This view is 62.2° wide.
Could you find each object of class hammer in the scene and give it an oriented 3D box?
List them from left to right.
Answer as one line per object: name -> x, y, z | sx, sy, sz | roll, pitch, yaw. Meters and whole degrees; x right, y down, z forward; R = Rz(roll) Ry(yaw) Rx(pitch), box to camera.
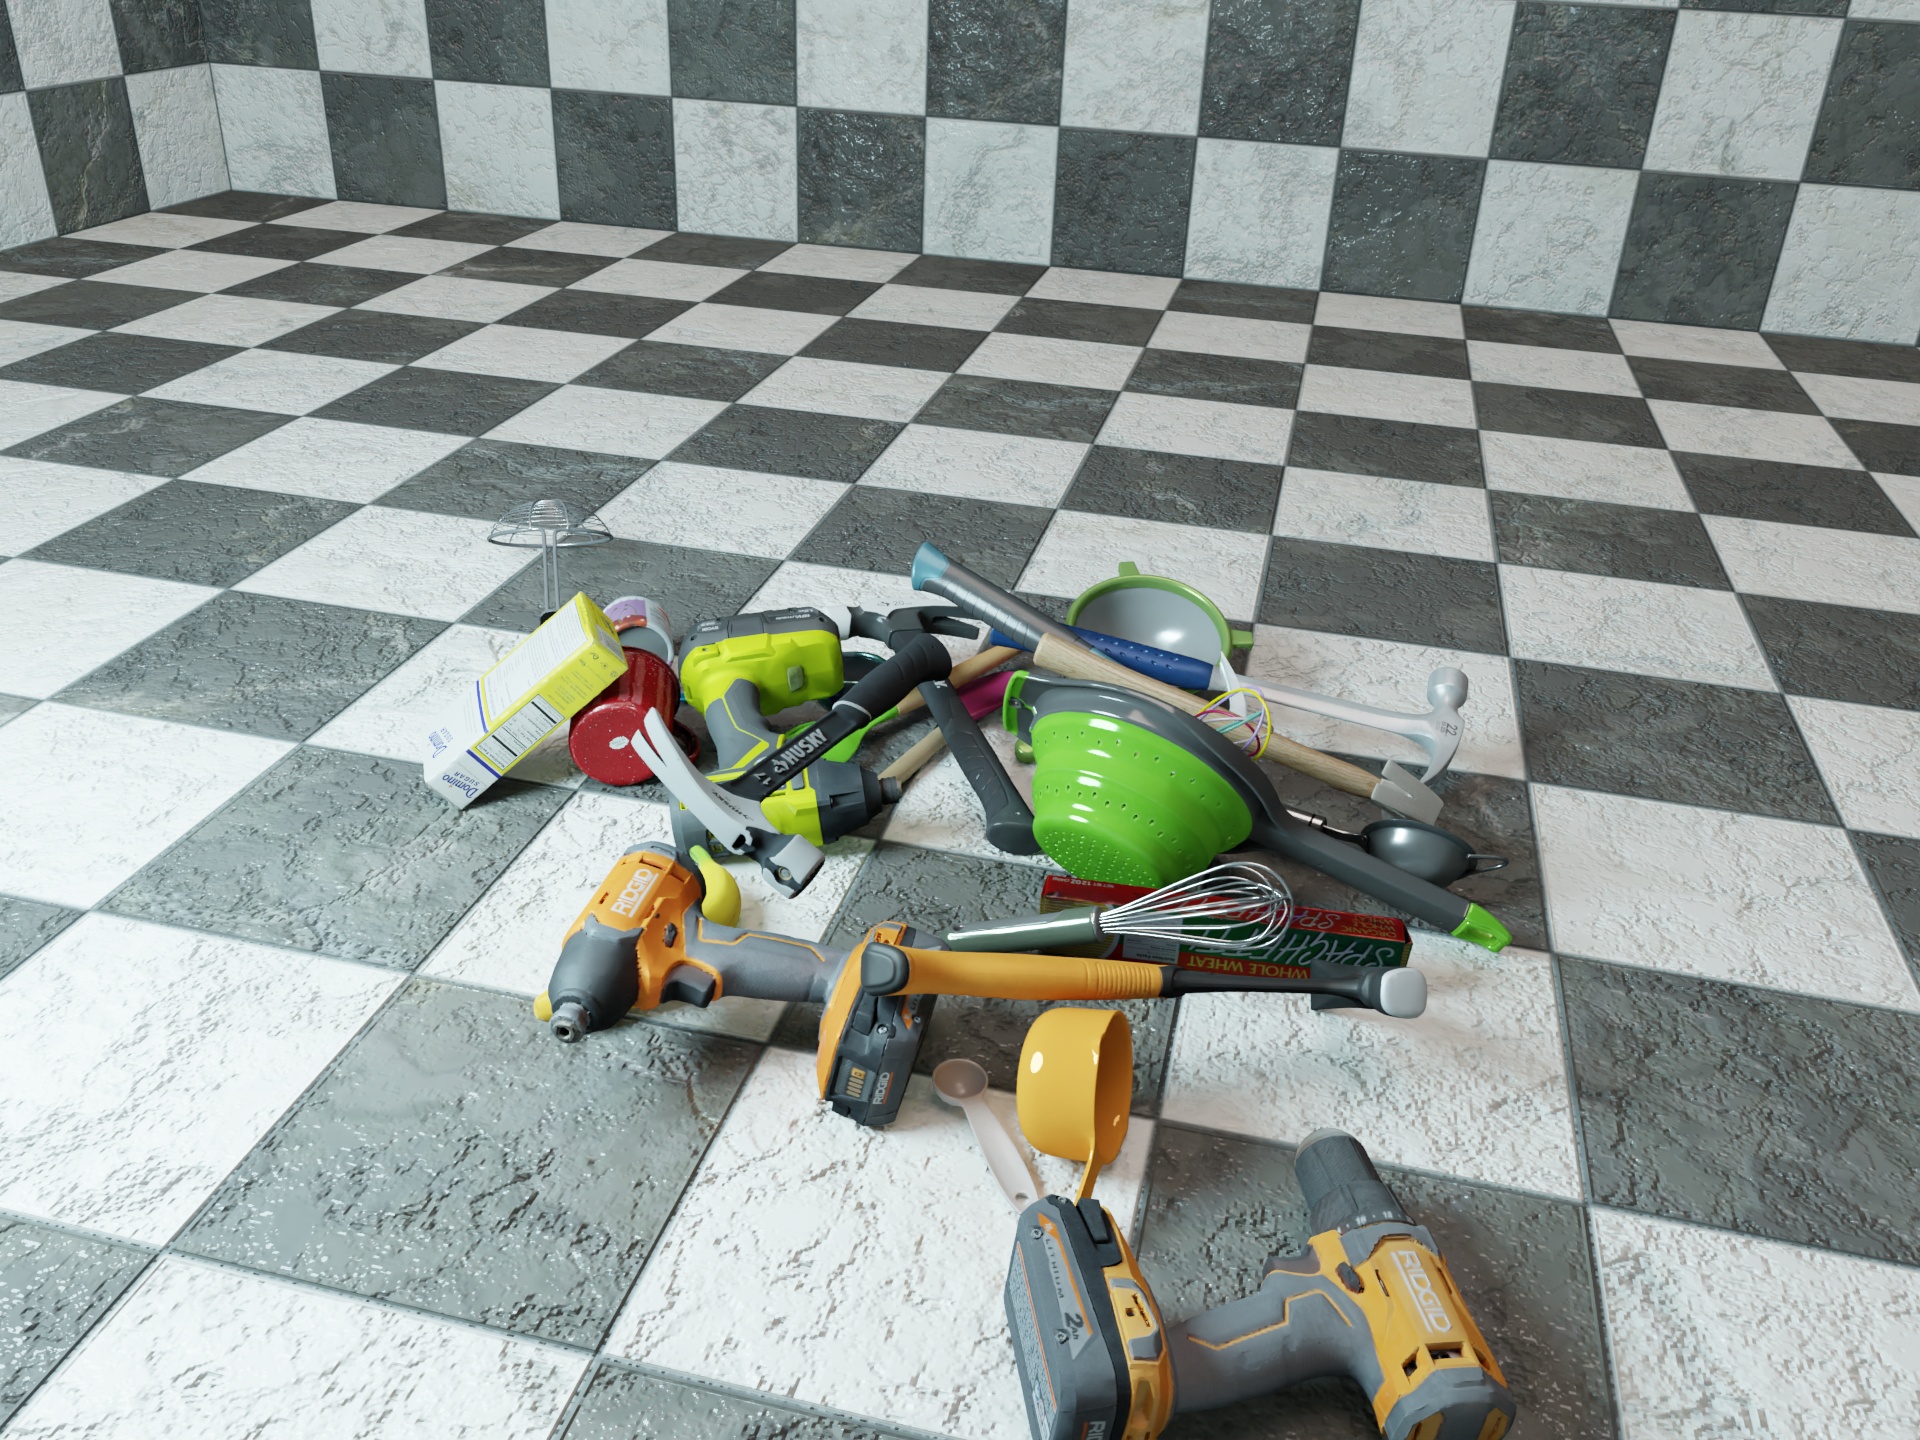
hammer -> -0.092, -0.001, 1.160 | 0.149, 0.036, 0.409 | 39, 25, 4
hammer -> -0.002, -0.004, 1.330 | 0.146, 0.035, 0.335 | -5, 38, -22
hammer -> 0.093, -0.056, 1.332 | 0.331, 0.033, 0.128 | 32, 74, 19
hammer -> 0.104, 0.157, 0.969 | 0.336, 0.034, 0.127 | 5, -8, -15
hammer -> 0.223, -0.030, 1.355 | 0.405, 0.035, 0.144 | 14, 50, 9
hammer -> 0.211, 0.008, 1.222 | 0.331, 0.031, 0.130 | 23, -4, 6

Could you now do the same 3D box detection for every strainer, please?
strainer -> 0.133, -0.028, 1.418 | 0.152, 0.069, 0.256 | 34, 58, 23
strainer -> 0.276, 0.086, 1.198 | 0.258, 0.086, 0.050 | 18, 62, 26

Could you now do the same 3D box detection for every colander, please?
colander -> 0.192, 0.100, 1.136 | 0.397, 0.204, 0.094 | 25, 68, 9

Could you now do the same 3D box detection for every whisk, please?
whisk -> 0.099, 0.134, 1.056 | 0.246, 0.059, 0.058 | -10, 7, 22
whisk -> 0.157, 0.028, 1.192 | 0.051, 0.047, 0.245 | -39, 4, -29

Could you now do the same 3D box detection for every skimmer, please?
skimmer -> -0.397, -0.111, 1.551 | 0.127, 0.090, 0.364 | -2, 39, -14

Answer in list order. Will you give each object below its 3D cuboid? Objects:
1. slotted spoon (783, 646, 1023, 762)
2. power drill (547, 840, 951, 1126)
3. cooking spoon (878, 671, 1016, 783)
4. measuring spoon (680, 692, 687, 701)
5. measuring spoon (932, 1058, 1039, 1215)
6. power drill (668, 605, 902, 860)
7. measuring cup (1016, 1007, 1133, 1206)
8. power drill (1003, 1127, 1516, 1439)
slotted spoon -> -0.043, -0.020, 1.395 | 0.070, 0.031, 0.314 | 24, 37, 36
power drill -> -0.133, 0.165, 0.970 | 0.226, 0.084, 0.164 | 18, 30, 4
cooking spoon -> -0.026, 0.021, 1.344 | 0.069, 0.017, 0.319 | 4, 26, 30
measuring spoon -> -0.196, -0.039, 1.438 | 0.128, 0.021, 0.042 | -14, 32, -30
measuring spoon -> 0.016, 0.249, 0.938 | 0.034, 0.018, 0.124 | -9, 37, -21
power drill -> -0.143, 0.010, 1.253 | 0.171, 0.080, 0.223 | -8, 42, -5
measuring cup -> 0.054, 0.241, 0.901 | 0.052, 0.095, 0.174 | 3, 46, 22
power drill -> 0.140, 0.284, 0.803 | 0.226, 0.084, 0.186 | 1, 32, -11
